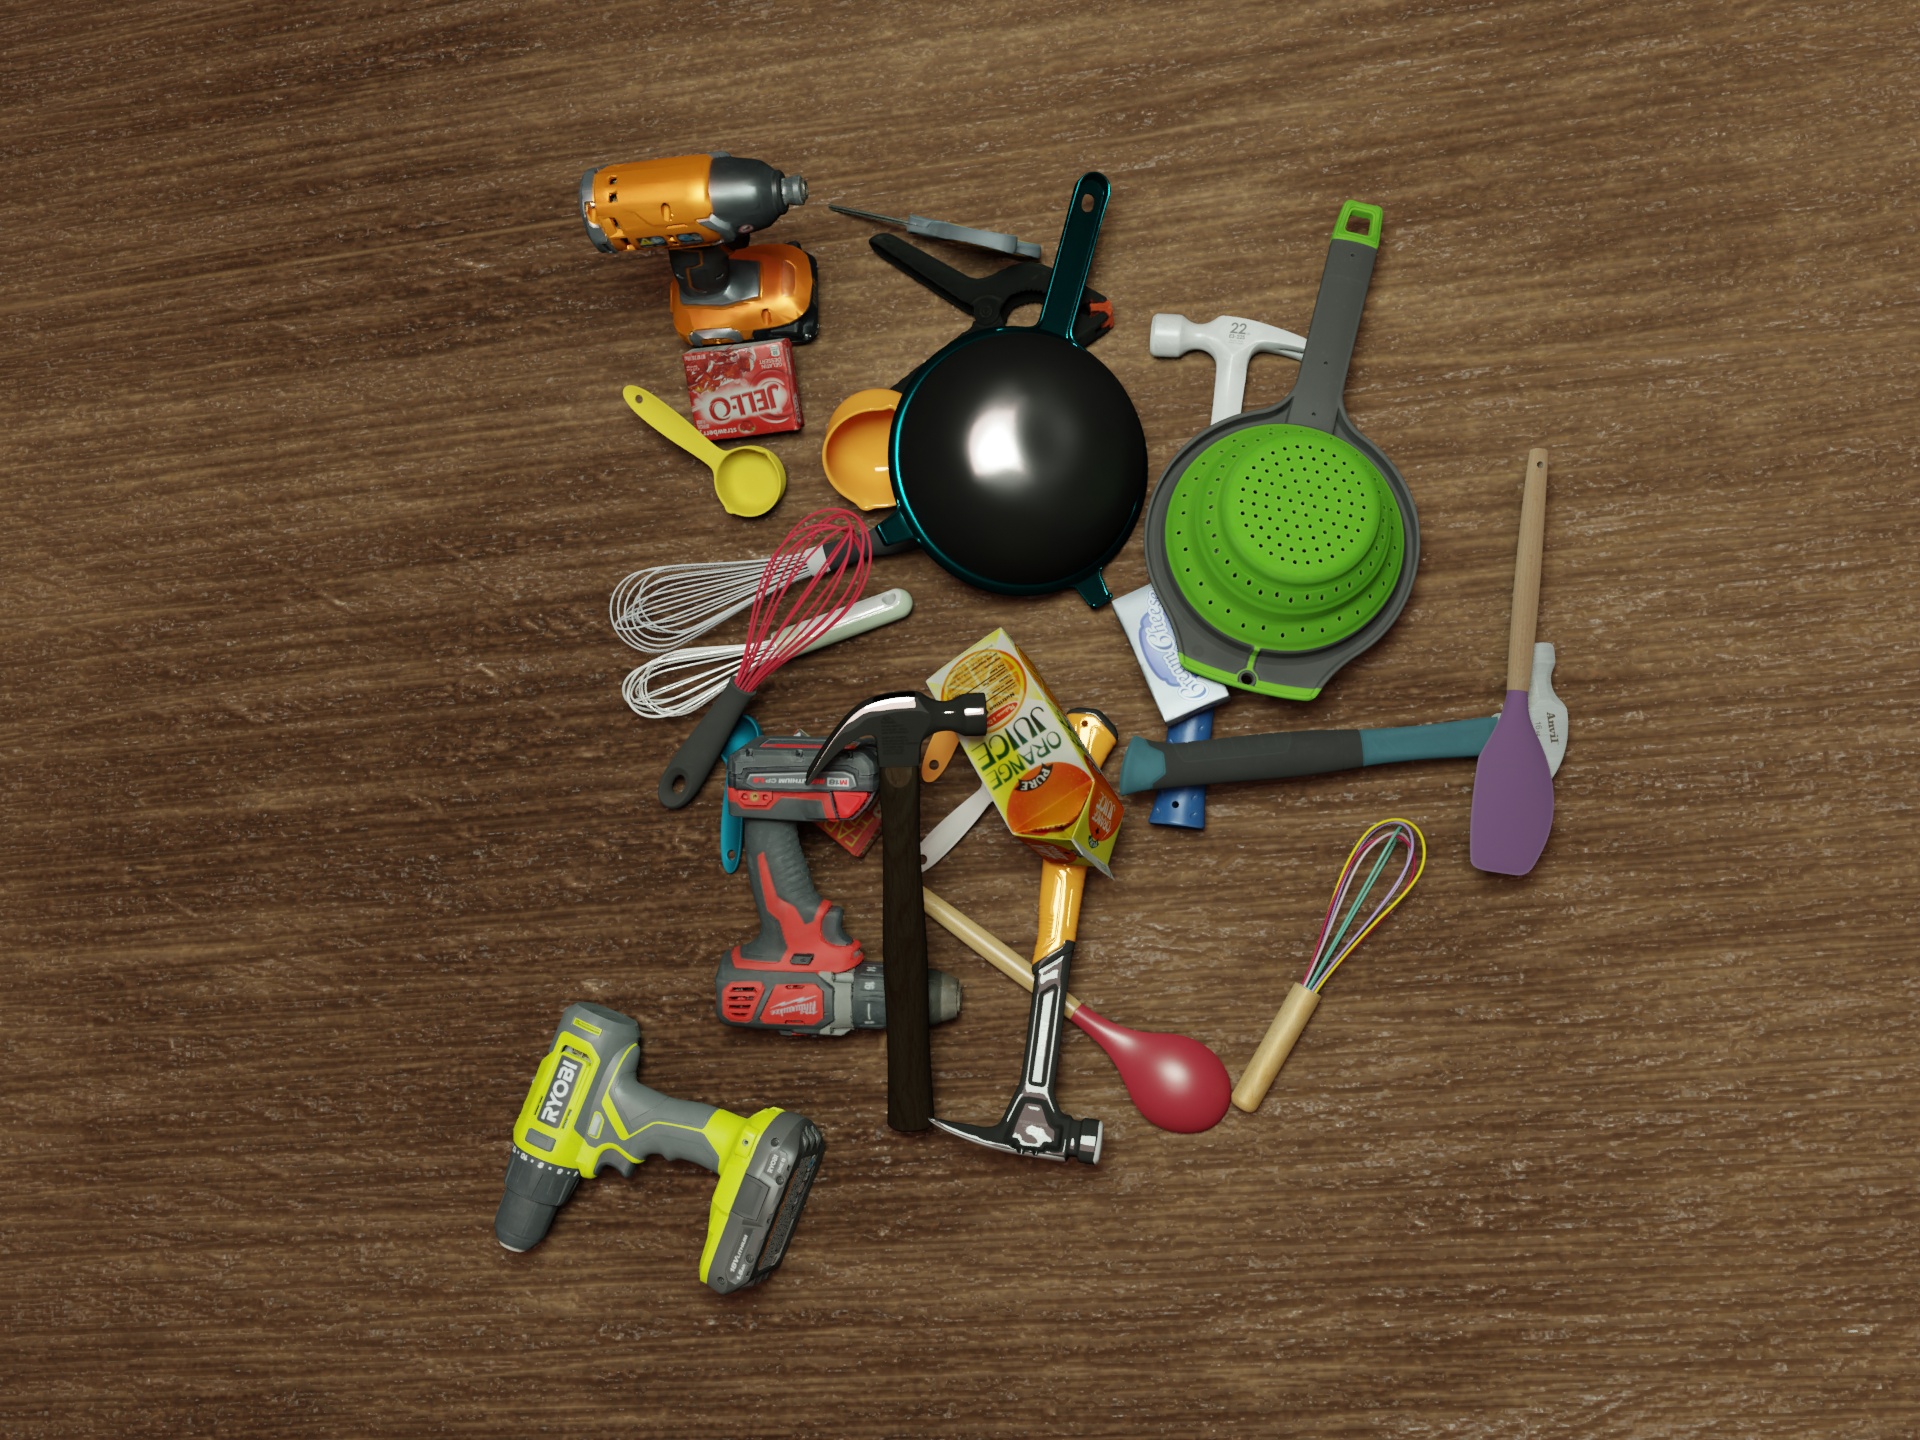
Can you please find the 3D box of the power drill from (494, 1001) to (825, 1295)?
[{"bbox_3d":[-0.237,0.343,1.213,0.228,0.080,0.190,20,85,15],"label":"power drill"}]

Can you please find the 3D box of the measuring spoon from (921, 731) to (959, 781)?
[{"bbox_3d":[-0.002,-0.004,1.262,0.021,0.011,0.117,25,89,9],"label":"measuring spoon"}]

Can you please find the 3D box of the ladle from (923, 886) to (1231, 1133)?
[{"bbox_3d":[0.068,0.204,1.207,0.315,0.031,0.069,35,87,15],"label":"ladle"}]

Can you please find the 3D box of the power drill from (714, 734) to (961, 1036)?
[{"bbox_3d":[-0.092,0.130,1.203,0.188,0.080,0.226,2,98,4],"label":"power drill"}]

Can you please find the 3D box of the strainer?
[{"bbox_3d":[0.073,-0.264,1.204,0.211,0.095,0.340,16,86,-13],"label":"strainer"}]

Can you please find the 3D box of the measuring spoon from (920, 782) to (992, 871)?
[{"bbox_3d":[0.004,0.076,1.247,0.124,0.018,0.034,-45,77,7],"label":"measuring spoon"}]

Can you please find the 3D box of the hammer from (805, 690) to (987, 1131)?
[{"bbox_3d":[-0.044,0.142,1.155,0.130,0.031,0.331,-2,102,-2],"label":"hammer"}]

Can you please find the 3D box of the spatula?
[{"bbox_3d":[0.410,-0.045,1.156,0.060,0.018,0.316,8,81,-2],"label":"spatula"}]

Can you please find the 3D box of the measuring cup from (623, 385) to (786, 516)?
[{"bbox_3d":[-0.210,-0.227,1.307,0.156,0.029,0.062,37,109,3],"label":"measuring cup"}]

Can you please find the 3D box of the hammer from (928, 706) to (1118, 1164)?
[{"bbox_3d":[0.065,0.152,1.192,0.127,0.034,0.337,7,75,10],"label":"hammer"}]

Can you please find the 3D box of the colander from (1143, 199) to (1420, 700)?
[{"bbox_3d":[0.259,-0.218,1.162,0.204,0.094,0.397,15,79,4],"label":"colander"}]

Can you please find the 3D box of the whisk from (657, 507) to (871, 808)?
[{"bbox_3d":[-0.158,-0.041,1.230,0.073,0.073,0.295,42,113,13],"label":"whisk"}]

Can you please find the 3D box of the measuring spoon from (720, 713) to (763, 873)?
[{"bbox_3d":[-0.177,0.059,1.280,0.042,0.021,0.128,4,91,30],"label":"measuring spoon"}]

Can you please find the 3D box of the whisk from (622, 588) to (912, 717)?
[{"bbox_3d":[-0.155,-0.057,1.279,0.246,0.059,0.058,-20,51,2],"label":"whisk"}]

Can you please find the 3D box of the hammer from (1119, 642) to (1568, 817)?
[{"bbox_3d":[0.281,0.020,1.174,0.331,0.033,0.128,-5,81,1],"label":"hammer"}]

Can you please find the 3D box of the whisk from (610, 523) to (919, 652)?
[{"bbox_3d":[-0.146,-0.118,1.284,0.284,0.070,0.070,-17,78,2],"label":"whisk"}]

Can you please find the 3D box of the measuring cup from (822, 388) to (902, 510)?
[{"bbox_3d":[-0.024,-0.213,1.276,0.173,0.052,0.095,11,126,-11],"label":"measuring cup"}]

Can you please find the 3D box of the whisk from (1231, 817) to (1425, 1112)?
[{"bbox_3d":[0.269,0.180,1.167,0.047,0.051,0.245,30,90,7],"label":"whisk"}]

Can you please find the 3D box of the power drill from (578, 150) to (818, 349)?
[{"bbox_3d":[-0.178,-0.366,1.238,0.164,0.226,0.084,-3,81,9],"label":"power drill"}]

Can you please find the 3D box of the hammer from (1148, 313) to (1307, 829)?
[{"bbox_3d":[0.197,-0.118,1.231,0.144,0.035,0.405,6,82,11],"label":"hammer"}]
